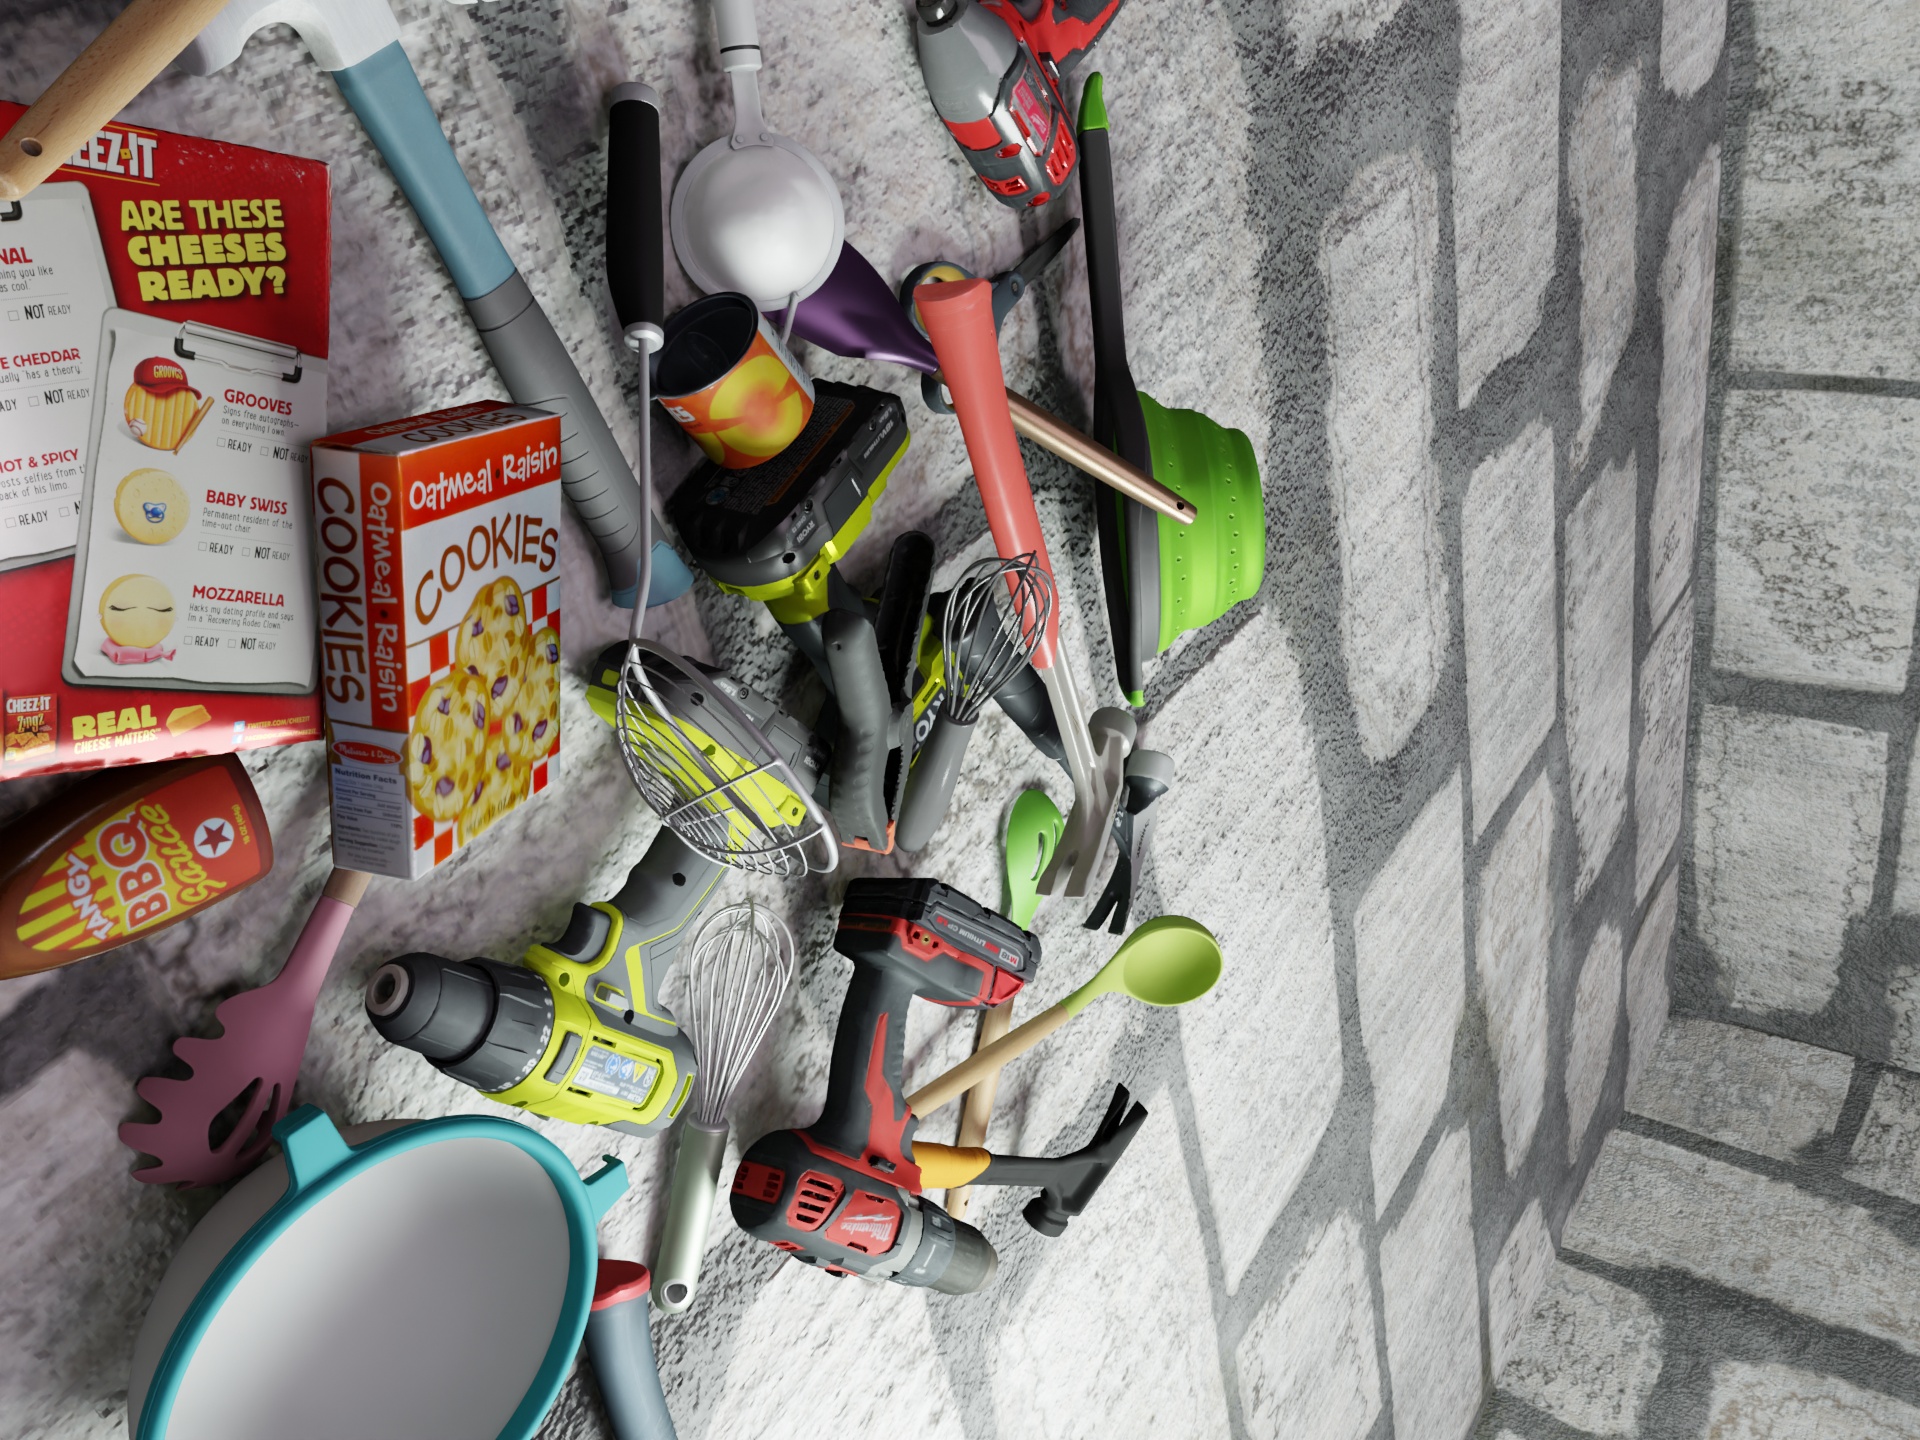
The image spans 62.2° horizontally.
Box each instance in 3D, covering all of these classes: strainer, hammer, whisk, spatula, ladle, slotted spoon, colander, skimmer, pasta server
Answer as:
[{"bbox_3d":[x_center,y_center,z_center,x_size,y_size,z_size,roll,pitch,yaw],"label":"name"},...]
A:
[{"bbox_3d":[-0.292,0.313,0.673,0.210,0.095,0.340,34,77,-54],"label":"strainer"},{"bbox_3d":[0.066,0.023,1.048,0.408,0.036,0.149,48,54,-59],"label":"hammer"},{"bbox_3d":[0.036,-0.072,0.878,0.149,0.037,0.358,-66,147,-44],"label":"hammer"},{"bbox_3d":[-0.001,-0.002,0.860,0.055,0.055,0.238,-39,160,-41],"label":"whisk"},{"bbox_3d":[-0.105,-0.308,0.762,0.087,0.050,0.258,-10,104,-14],"label":"strainer"},{"bbox_3d":[-0.199,-0.177,0.691,0.128,0.033,0.330,-51,137,-30],"label":"hammer"},{"bbox_3d":[-0.237,-0.283,0.546,0.082,0.044,0.318,38,50,-28],"label":"spatula"},{"bbox_3d":[-0.140,0.218,0.892,0.057,0.059,0.246,10,98,-18],"label":"whisk"},{"bbox_3d":[0.060,0.223,1.112,0.320,0.062,0.078,-25,131,-33],"label":"ladle"},{"bbox_3d":[-0.179,0.471,0.922,0.143,0.038,0.386,-35,128,-41],"label":"hammer"},{"bbox_3d":[0.008,-0.184,0.868,0.315,0.018,0.060,27,79,-25],"label":"spatula"},{"bbox_3d":[0.030,0.204,1.133,0.070,0.031,0.314,7,97,-55],"label":"slotted spoon"},{"bbox_3d":[0.135,-0.211,1.021,0.204,0.094,0.397,-88,173,-82],"label":"colander"},{"bbox_3d":[-0.109,-0.111,0.705,0.090,0.127,0.363,-1,78,-15],"label":"skimmer"},{"bbox_3d":[-0.006,0.293,1.062,0.336,0.034,0.127,19,109,-47],"label":"hammer"},{"bbox_3d":[-0.262,0.051,0.688,0.060,0.040,0.316,42,63,-51],"label":"pasta server"}]

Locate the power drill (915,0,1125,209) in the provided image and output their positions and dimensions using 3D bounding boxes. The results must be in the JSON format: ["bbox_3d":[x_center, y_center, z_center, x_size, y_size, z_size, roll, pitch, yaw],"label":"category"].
[{"bbox_3d":[0.051,-0.425,0.920,0.143,0.079,0.220,43,69,-50],"label":"power drill"}]

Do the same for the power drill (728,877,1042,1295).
[{"bbox_3d":[-0.026,0.225,0.959,0.187,0.080,0.227,34,65,-34],"label":"power drill"}]

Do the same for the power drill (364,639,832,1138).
[{"bbox_3d":[-0.171,0.081,0.777,0.190,0.080,0.228,40,71,-52],"label":"power drill"}]

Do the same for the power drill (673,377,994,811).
[{"bbox_3d":[-0.055,-0.073,0.888,0.171,0.080,0.223,-55,143,-26],"label":"power drill"}]
